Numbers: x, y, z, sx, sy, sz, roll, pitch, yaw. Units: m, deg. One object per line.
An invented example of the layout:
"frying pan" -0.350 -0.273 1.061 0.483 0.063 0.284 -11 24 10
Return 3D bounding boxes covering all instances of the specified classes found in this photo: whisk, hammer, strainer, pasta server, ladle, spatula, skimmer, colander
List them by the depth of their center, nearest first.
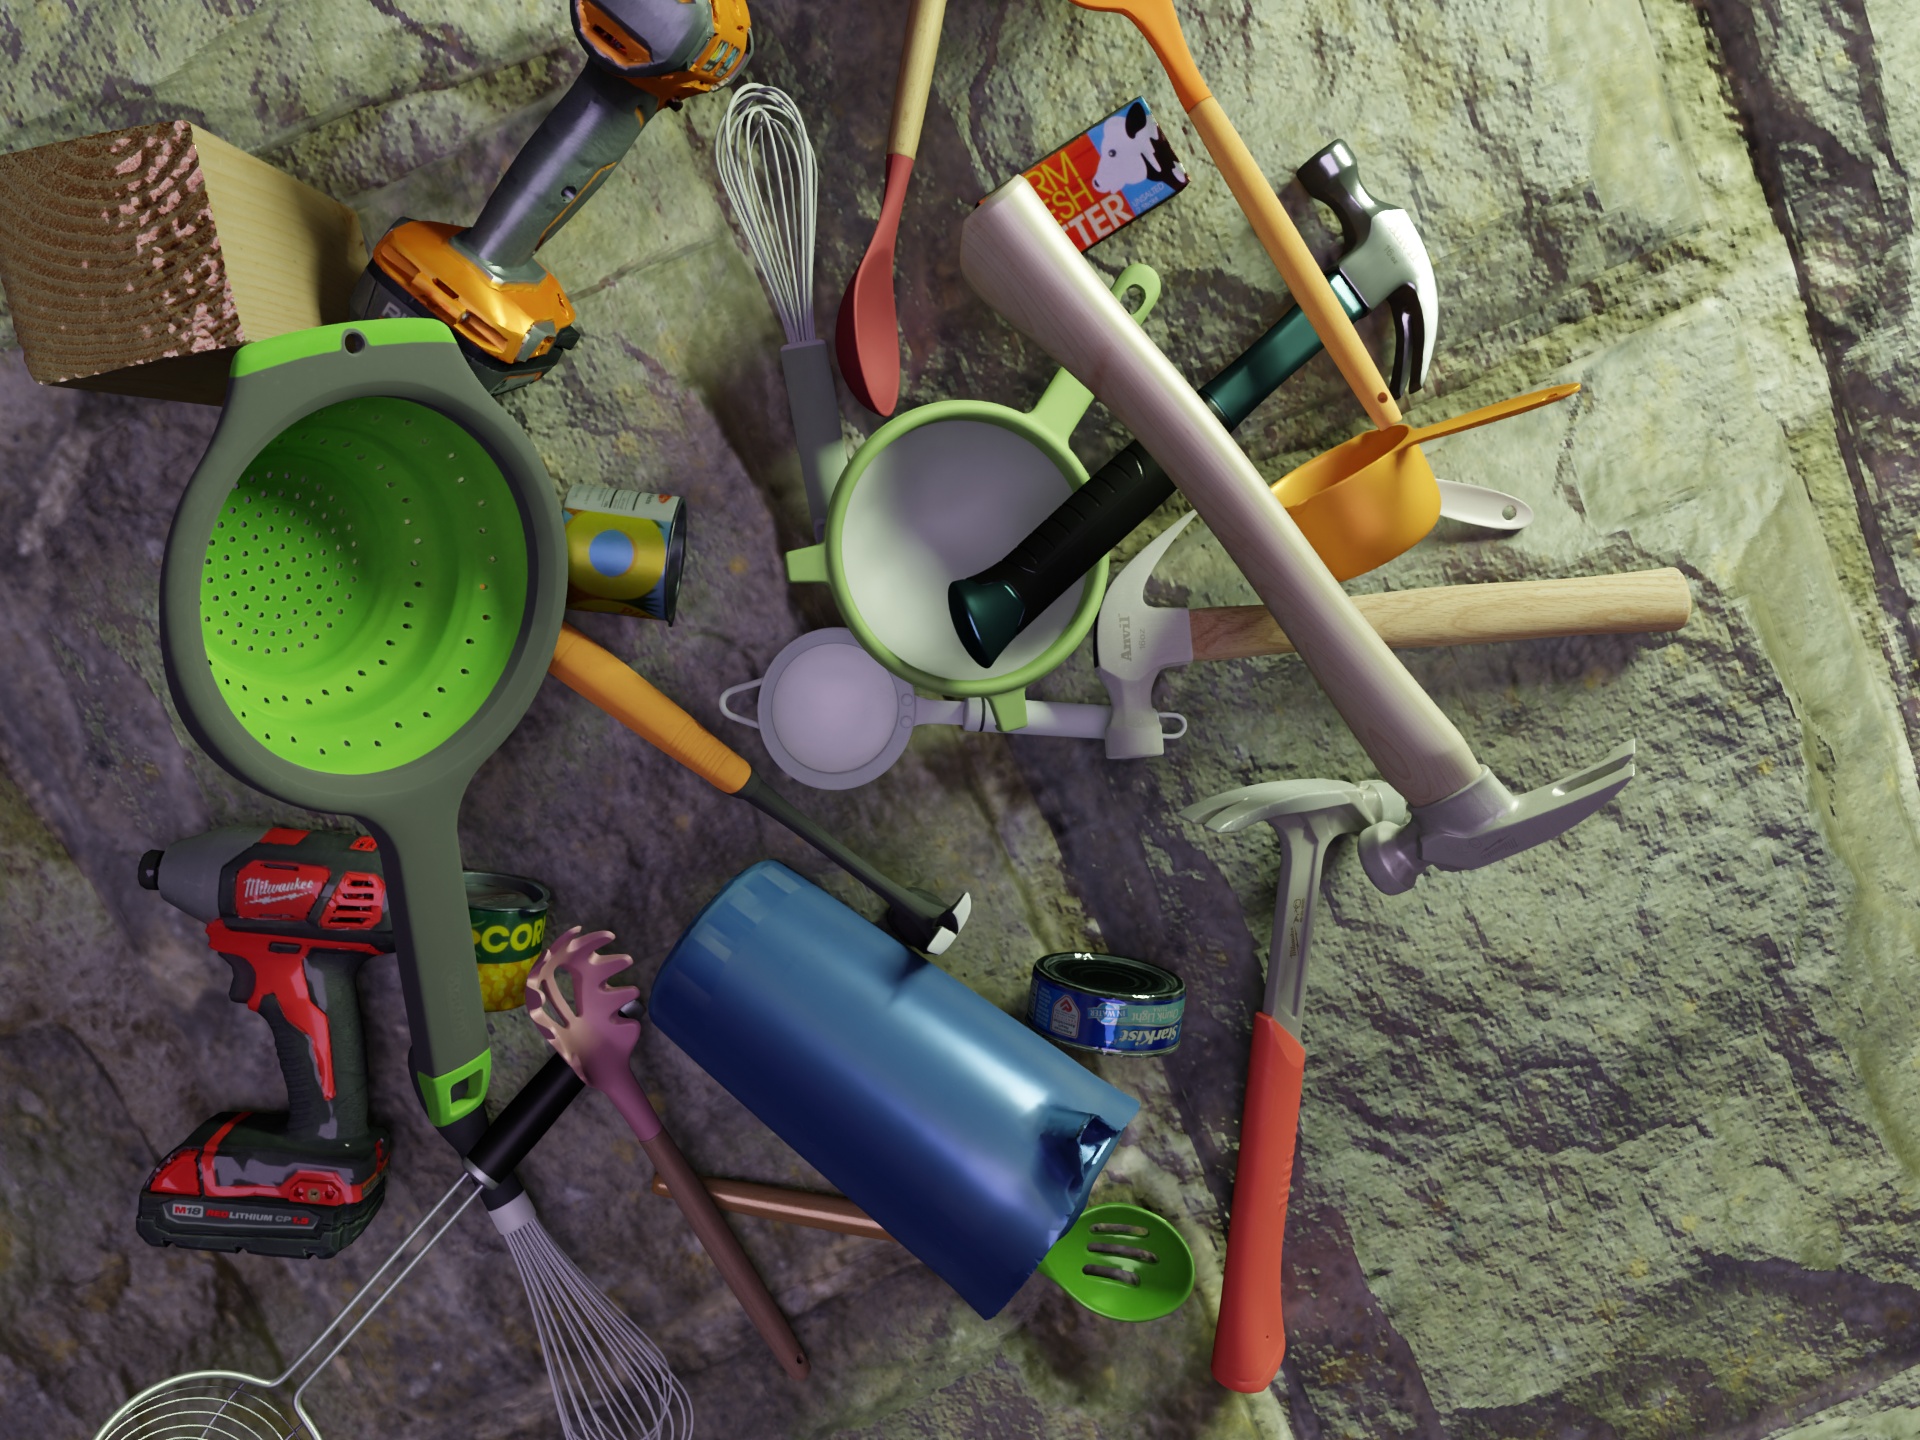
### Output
"hammer" 0.151 -0.089 0.756 0.146 0.038 0.410 -31 108 36
"colander" -0.287 0.011 0.760 0.094 0.204 0.396 14 116 34
"spatula" 0.131 -0.285 0.801 0.081 0.041 0.322 -31 91 -8
"skimmer" -0.284 0.285 0.805 0.127 0.090 0.363 44 72 -12
"hammer" 0.119 -0.150 0.814 0.331 0.033 0.128 -42 99 -12
"ladle" -0.026 -0.314 0.814 0.031 0.069 0.315 11 93 15
"whisk" -0.083 -0.203 0.829 0.058 0.059 0.246 0 106 36
"hammer" -0.139 0.014 0.829 0.337 0.127 0.034 36 80 -2
"strainer" 0.025 -0.131 0.841 0.151 0.069 0.256 35 80 -14
"strainer" -0.001 -0.003 0.864 0.258 0.050 0.087 4 94 -10
"hammer" 0.235 -0.057 0.867 0.331 0.031 0.130 -5 88 -6
"pasta server" -0.152 0.247 0.870 0.040 0.060 0.316 -8 116 41
"hammer" 0.168 0.210 0.885 0.149 0.037 0.359 -5 105 -35
"whisk" -0.236 0.303 0.889 0.070 0.070 0.284 -28 94 1

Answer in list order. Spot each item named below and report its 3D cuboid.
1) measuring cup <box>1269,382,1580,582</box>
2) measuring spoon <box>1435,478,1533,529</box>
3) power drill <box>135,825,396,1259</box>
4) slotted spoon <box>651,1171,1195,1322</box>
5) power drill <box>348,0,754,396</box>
"measuring cup" 0.227 -0.114 0.775 0.173 0.095 0.052 -15 110 44
"measuring spoon" 0.258 -0.124 0.877 0.124 0.018 0.034 11 98 -12
"power drill" -0.370 0.165 0.851 0.143 0.078 0.219 7 95 -4
"slotted spoon" -0.021 0.291 0.914 0.313 0.031 0.070 11 97 -3
"power drill" -0.183 -0.268 0.767 0.084 0.164 0.226 39 107 -8
